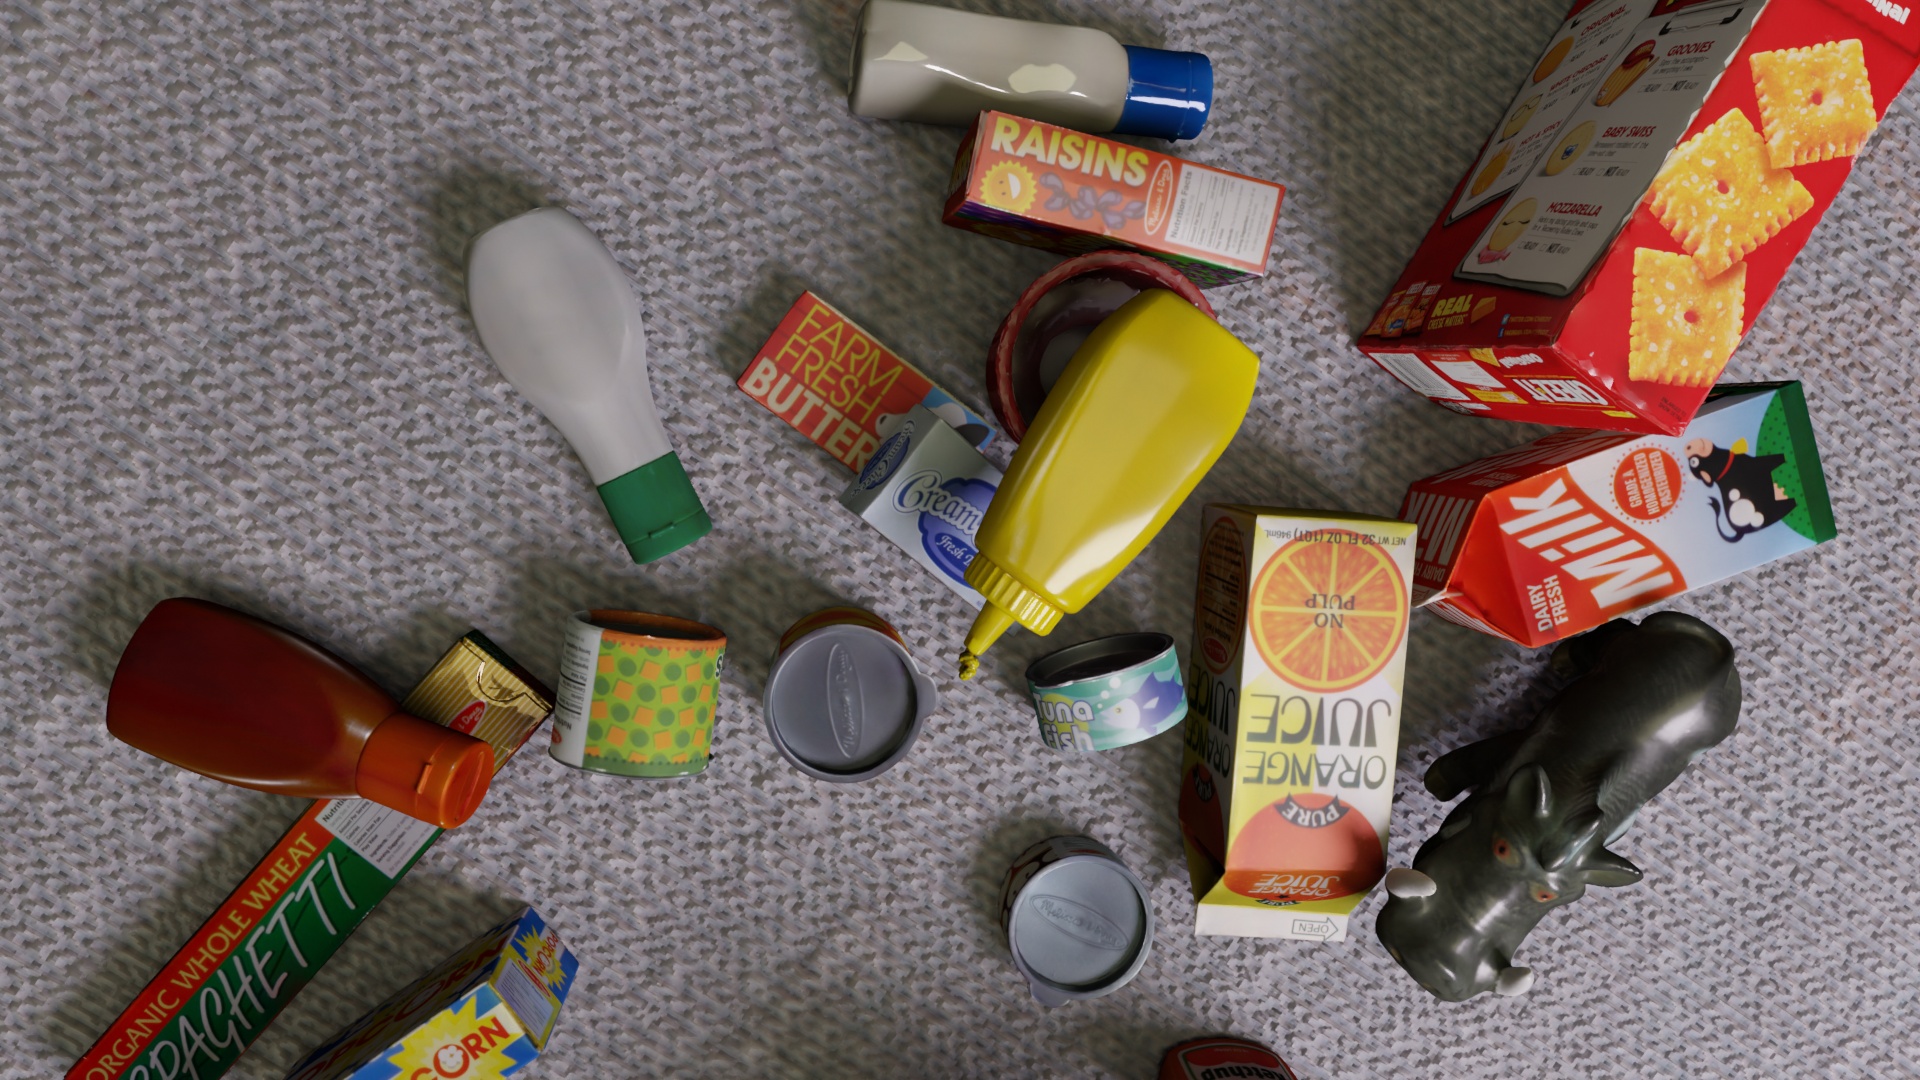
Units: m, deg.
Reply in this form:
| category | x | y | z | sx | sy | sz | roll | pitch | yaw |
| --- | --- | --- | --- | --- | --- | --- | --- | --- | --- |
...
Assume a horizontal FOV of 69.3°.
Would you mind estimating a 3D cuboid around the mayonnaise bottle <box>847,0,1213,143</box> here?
| category | x | y | z | sx | sy | sz | roll | pitch | yaw |
| --- | --- | --- | --- | --- | --- | --- | --- | --- | --- |
| mayonnaise bottle | 0.029 | -0.193 | 0.579 | 0.148 | 0.064 | 0.041 | 3 | 87 | -11 |

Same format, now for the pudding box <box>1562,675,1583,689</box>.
| category | x | y | z | sx | sy | sz | roll | pitch | yaw |
| --- | --- | --- | --- | --- | --- | --- | --- | --- | --- |
| pudding box | 0.289 | 0.108 | 0.651 | 0.049 | 0.030 | 0.083 | 40 | 90 | -7 |

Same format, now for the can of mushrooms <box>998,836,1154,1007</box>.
| category | x | y | z | sx | sy | sz | roll | pitch | yaw |
| --- | --- | --- | --- | --- | --- | --- | --- | --- | --- |
| can of mushrooms | 0.050 | 0.171 | 0.626 | 0.071 | 0.033 | 0.071 | -1 | 95 | -7 |

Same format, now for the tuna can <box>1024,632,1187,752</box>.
| category | x | y | z | sx | sy | sz | roll | pitch | yaw |
| --- | --- | --- | --- | --- | --- | --- | --- | --- | --- |
| tuna can | 0.062 | 0.066 | 0.600 | 0.071 | 0.071 | 0.032 | -15 | 98 | -5 |

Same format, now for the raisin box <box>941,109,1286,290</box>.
| category | x | y | z | sx | sy | sz | roll | pitch | yaw |
| --- | --- | --- | --- | --- | --- | --- | --- | --- | --- |
| raisin box | 0.059 | -0.139 | 0.574 | 0.123 | 0.086 | 0.040 | 12 | 96 | -8 |

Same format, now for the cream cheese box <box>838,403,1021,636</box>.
| category | x | y | z | sx | sy | sz | roll | pitch | yaw |
| --- | --- | --- | --- | --- | --- | --- | --- | --- | --- |
| cream cheese box | 0.002 | -0.007 | 0.588 | 0.103 | 0.024 | 0.053 | 39 | 88 | -37 |

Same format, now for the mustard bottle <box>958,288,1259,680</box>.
| category | x | y | z | sx | sy | sz | roll | pitch | yaw |
| --- | --- | --- | --- | --- | --- | --- | --- | --- | --- |
| mustard bottle | 0.044 | -0.016 | 0.517 | 0.065 | 0.049 | 0.160 | 36 | 91 | -8 |

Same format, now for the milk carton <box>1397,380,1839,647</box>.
| category | x | y | z | sx | sy | sz | roll | pitch | yaw |
| --- | --- | --- | --- | --- | --- | --- | --- | --- | --- |
| milk carton | 0.274 | -0.008 | 0.618 | 0.191 | 0.072 | 0.073 | -19 | 97 | -5 |

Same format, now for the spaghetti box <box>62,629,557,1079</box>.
| category | x | y | z | sx | sy | sz | roll | pitch | yaw |
| --- | --- | --- | --- | --- | --- | --- | --- | --- | --- |
| spaghetti box | -0.272 | 0.146 | 0.587 | 0.050 | 0.029 | 0.250 | 42 | 89 | -8 |

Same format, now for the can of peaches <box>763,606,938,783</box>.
| category | x | y | z | sx | sy | sz | roll | pitch | yaw |
| --- | --- | --- | --- | --- | --- | --- | --- | --- | --- |
| can of peaches | -0.048 | 0.064 | 0.593 | 0.071 | 0.058 | 0.071 | -1 | 95 | -7 |

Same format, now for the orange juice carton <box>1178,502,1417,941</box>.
| category | x | y | z | sx | sy | sz | roll | pitch | yaw |
| --- | --- | --- | --- | --- | --- | --- | --- | --- | --- |
| orange juice carton | 0.143 | 0.082 | 0.609 | 0.072 | 0.073 | 0.192 | 3 | 95 | -7 |

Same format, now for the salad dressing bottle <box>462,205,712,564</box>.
| category | x | y | z | sx | sy | sz | roll | pitch | yaw |
| --- | --- | --- | --- | --- | --- | --- | --- | --- | --- |
| salad dressing bottle | -0.152 | -0.062 | 0.577 | 0.064 | 0.044 | 0.147 | -26 | 99 | -6 |

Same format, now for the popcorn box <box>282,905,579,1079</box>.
| category | x | y | z | sx | sy | sz | roll | pitch | yaw |
| --- | --- | --- | --- | --- | --- | --- | --- | --- | --- |
| popcorn box | -0.226 | 0.213 | 0.570 | 0.127 | 0.085 | 0.038 | -34 | 98 | -2 |

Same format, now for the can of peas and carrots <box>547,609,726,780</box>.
| category | x | y | z | sx | sy | sz | roll | pitch | yaw |
| --- | --- | --- | --- | --- | --- | --- | --- | --- | --- |
| can of peas and carrots | -0.132 | 0.063 | 0.579 | 0.071 | 0.071 | 0.058 | 8 | 94 | -7 |

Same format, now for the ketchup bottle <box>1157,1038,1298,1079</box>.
| category | x | y | z | sx | sy | sz | roll | pitch | yaw |
| --- | --- | --- | --- | --- | --- | --- | --- | --- | --- |
| ketchup bottle | 0.131 | 0.264 | 0.585 | 0.065 | 0.149 | 0.043 | 5 | 96 | -7 |

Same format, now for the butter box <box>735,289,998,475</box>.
| category | x | y | z | sx | sy | sz | roll | pitch | yaw |
| --- | --- | --- | --- | --- | --- | --- | --- | --- | --- |
| butter box | -0.040 | -0.057 | 0.600 | 0.103 | 0.024 | 0.053 | 36 | 90 | -9 |

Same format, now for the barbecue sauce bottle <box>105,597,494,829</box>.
| category | x | y | z | sx | sy | sz | roll | pitch | yaw |
| --- | --- | --- | --- | --- | --- | --- | --- | --- | --- |
| barbecue sauce bottle | -0.260 | 0.073 | 0.553 | 0.148 | 0.043 | 0.065 | 18 | 83 | 11 |
